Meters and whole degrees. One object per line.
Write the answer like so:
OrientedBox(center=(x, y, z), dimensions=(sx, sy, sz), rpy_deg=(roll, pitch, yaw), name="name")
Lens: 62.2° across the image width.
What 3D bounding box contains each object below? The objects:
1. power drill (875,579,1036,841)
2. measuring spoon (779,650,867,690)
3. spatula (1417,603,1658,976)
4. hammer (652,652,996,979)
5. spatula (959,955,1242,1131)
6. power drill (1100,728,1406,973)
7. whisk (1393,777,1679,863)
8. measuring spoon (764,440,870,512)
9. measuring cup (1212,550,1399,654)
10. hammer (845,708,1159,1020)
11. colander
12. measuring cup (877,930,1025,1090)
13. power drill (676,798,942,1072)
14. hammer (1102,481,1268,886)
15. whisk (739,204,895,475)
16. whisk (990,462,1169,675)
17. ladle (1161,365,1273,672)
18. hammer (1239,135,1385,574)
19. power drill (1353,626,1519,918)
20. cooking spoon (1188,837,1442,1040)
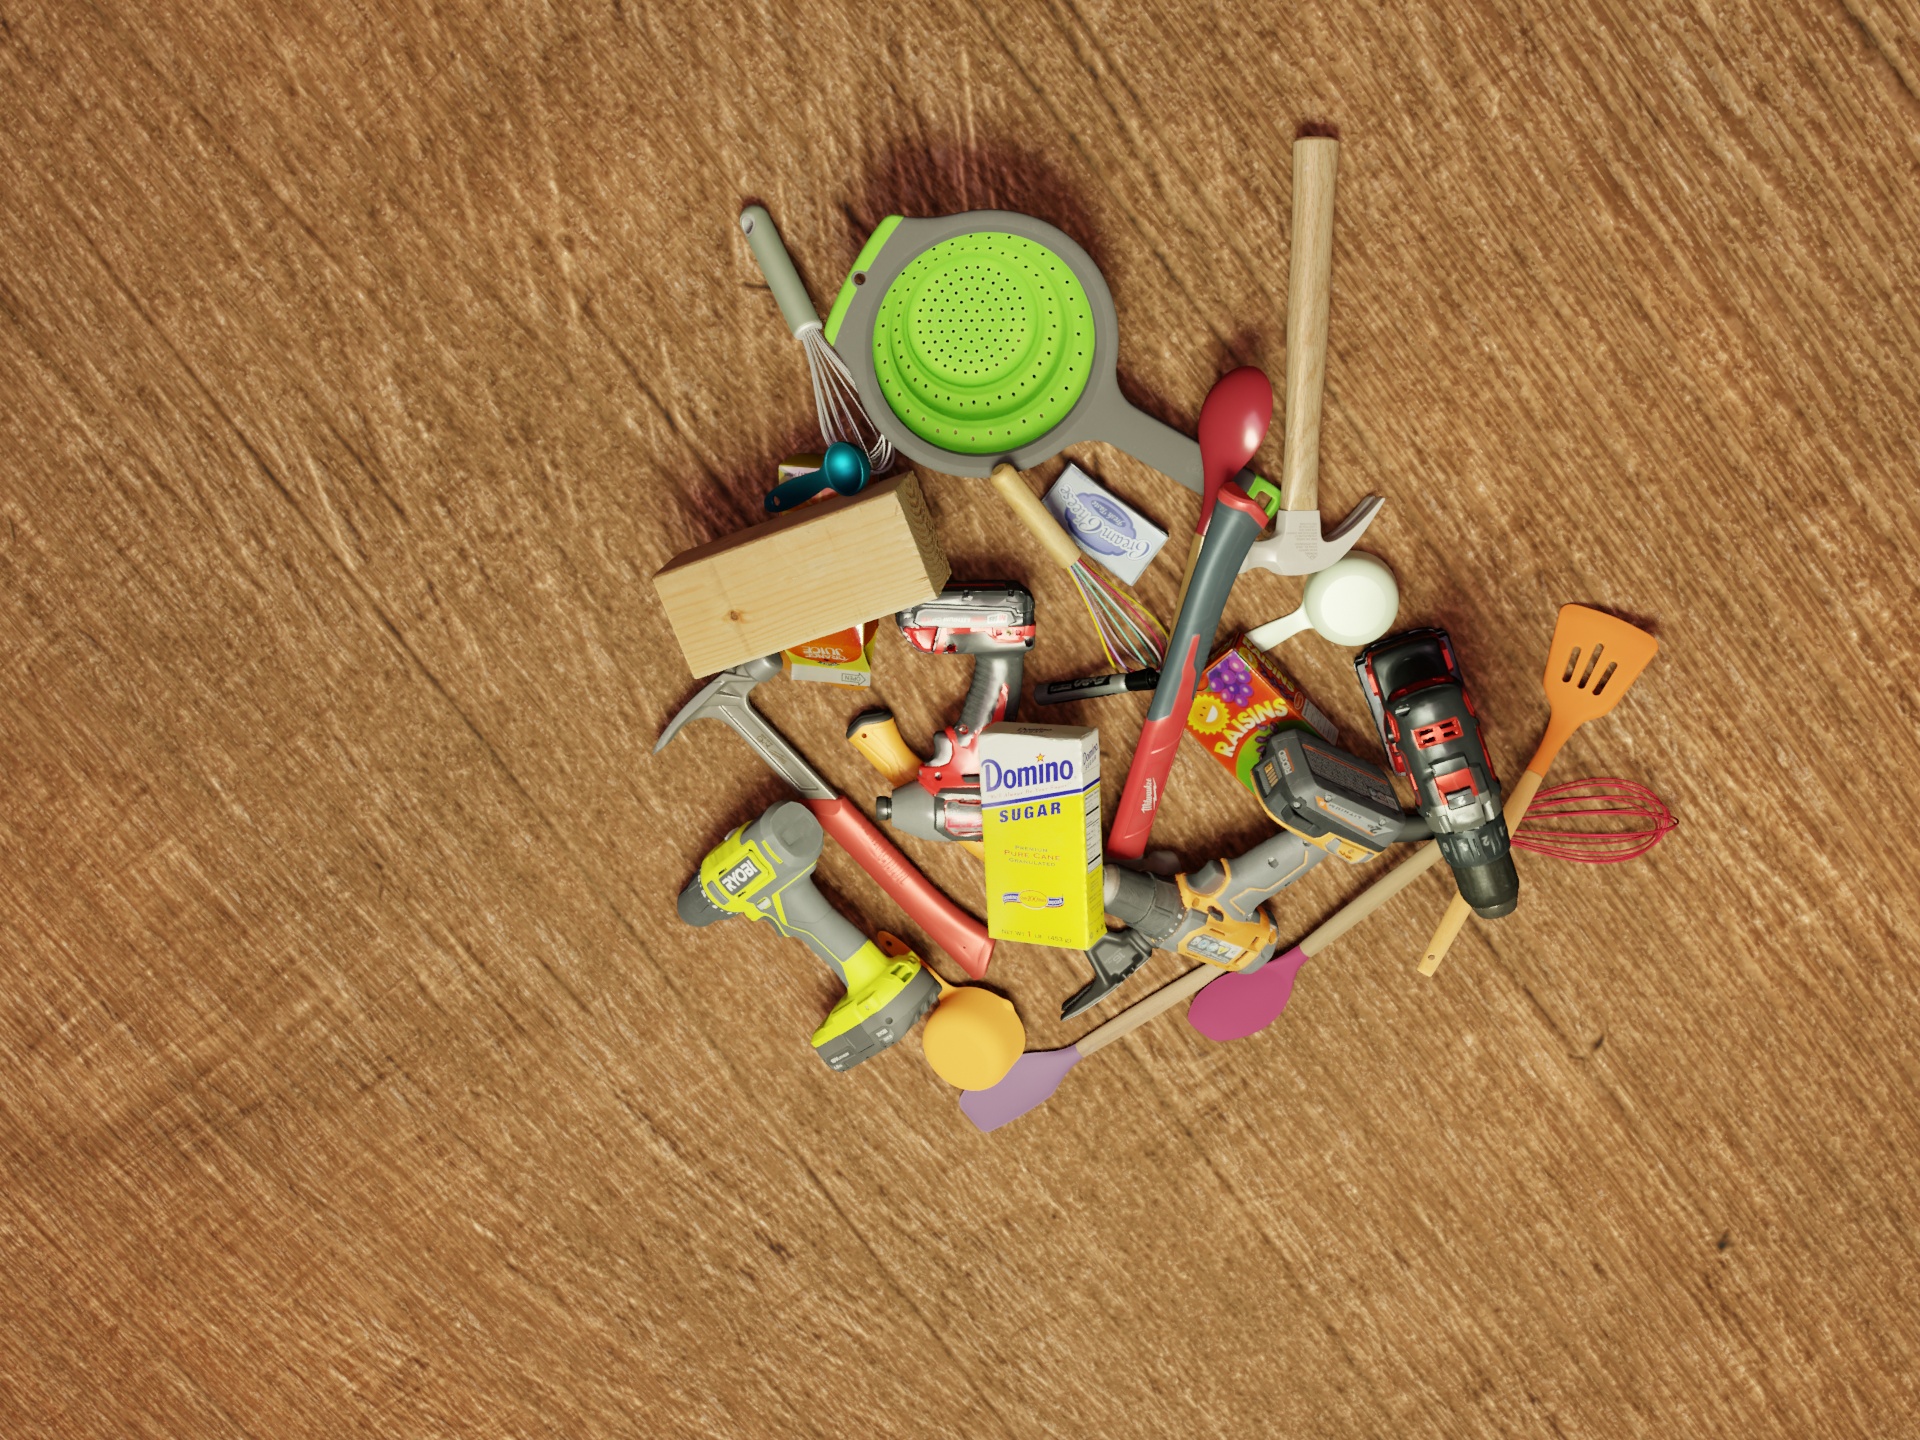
OrientedBox(center=(-0.002, -0.004, 1.334), dimensions=(0.143, 0.078, 0.219), rpy_deg=(-1, 102, -1), name="power drill")
OrientedBox(center=(-0.136, -0.047, 1.393), dimensions=(0.117, 0.011, 0.021), rpy_deg=(17, 109, 3), name="measuring spoon")
OrientedBox(center=(0.450, 0.062, 1.281), dimensions=(0.081, 0.041, 0.322), rpy_deg=(28, 86, 25), name="spatula")
OrientedBox(center=(-0.105, 0.101, 1.421), dimensions=(0.149, 0.037, 0.359), rpy_deg=(-40, 99, 23), name="hammer")
OrientedBox(center=(0.129, 0.288, 1.459), dimensions=(0.316, 0.018, 0.059), rpy_deg=(-34, 102, 18), name="spatula")
OrientedBox(center=(0.227, 0.110, 1.306), dimensions=(0.185, 0.084, 0.226), rpy_deg=(22, 125, -26), name="power drill")
OrientedBox(center=(0.441, 0.087, 1.329), dimensions=(0.296, 0.073, 0.073), rpy_deg=(-3, 107, 15), name="whisk")
OrientedBox(center=(-0.111, -0.187, 1.246), dimensions=(0.128, 0.021, 0.042), rpy_deg=(-14, 98, 48), name="measuring spoon")
OrientedBox(center=(0.280, -0.078, 1.308), dimensions=(0.167, 0.038, 0.083), rpy_deg=(-27, 102, 15), name="measuring cup")
OrientedBox(center=(0.024, 0.119, 1.412), dimensions=(0.337, 0.034, 0.127), rpy_deg=(44, 107, -6), name="hammer")
OrientedBox(center=(0.084, -0.267, 1.261), dimensions=(0.396, 0.095, 0.204), rpy_deg=(25, 112, -19), name="colander")
OrientedBox(center=(-0.022, 0.264, 1.446), dimensions=(0.173, 0.052, 0.095), rpy_deg=(43, 127, 1), name="measuring cup")
OrientedBox(center=(-0.143, 0.196, 1.415), dimensions=(0.228, 0.080, 0.190), rpy_deg=(50, 132, -3), name="power drill")
OrientedBox(center=(0.155, -0.010, 1.274), dimensions=(0.143, 0.038, 0.386), rpy_deg=(-2, 125, -23), name="hammer")
OrientedBox(center=(-0.117, -0.303, 1.262), dimensions=(0.058, 0.059, 0.246), rpy_deg=(-33, 79, 44), name="whisk")
OrientedBox(center=(0.098, -0.113, 1.285), dimensions=(0.047, 0.051, 0.244), rpy_deg=(-25, 124, 27), name="whisk")
OrientedBox(center=(0.188, -0.125, 1.260), dimensions=(0.031, 0.069, 0.315), rpy_deg=(-9, 122, -33), name="ladle")
OrientedBox(center=(0.271, -0.279, 1.236), dimensions=(0.130, 0.031, 0.331), rpy_deg=(-2, 103, -12), name="hammer")
OrientedBox(center=(0.374, 0.034, 1.230), dimensions=(0.080, 0.227, 0.187), rpy_deg=(-20, 104, 14), name="power drill")
OrientedBox(center=(0.317, 0.184, 1.373), dimensions=(0.068, 0.017, 0.319), rpy_deg=(38, 120, -12), name="cooking spoon")
